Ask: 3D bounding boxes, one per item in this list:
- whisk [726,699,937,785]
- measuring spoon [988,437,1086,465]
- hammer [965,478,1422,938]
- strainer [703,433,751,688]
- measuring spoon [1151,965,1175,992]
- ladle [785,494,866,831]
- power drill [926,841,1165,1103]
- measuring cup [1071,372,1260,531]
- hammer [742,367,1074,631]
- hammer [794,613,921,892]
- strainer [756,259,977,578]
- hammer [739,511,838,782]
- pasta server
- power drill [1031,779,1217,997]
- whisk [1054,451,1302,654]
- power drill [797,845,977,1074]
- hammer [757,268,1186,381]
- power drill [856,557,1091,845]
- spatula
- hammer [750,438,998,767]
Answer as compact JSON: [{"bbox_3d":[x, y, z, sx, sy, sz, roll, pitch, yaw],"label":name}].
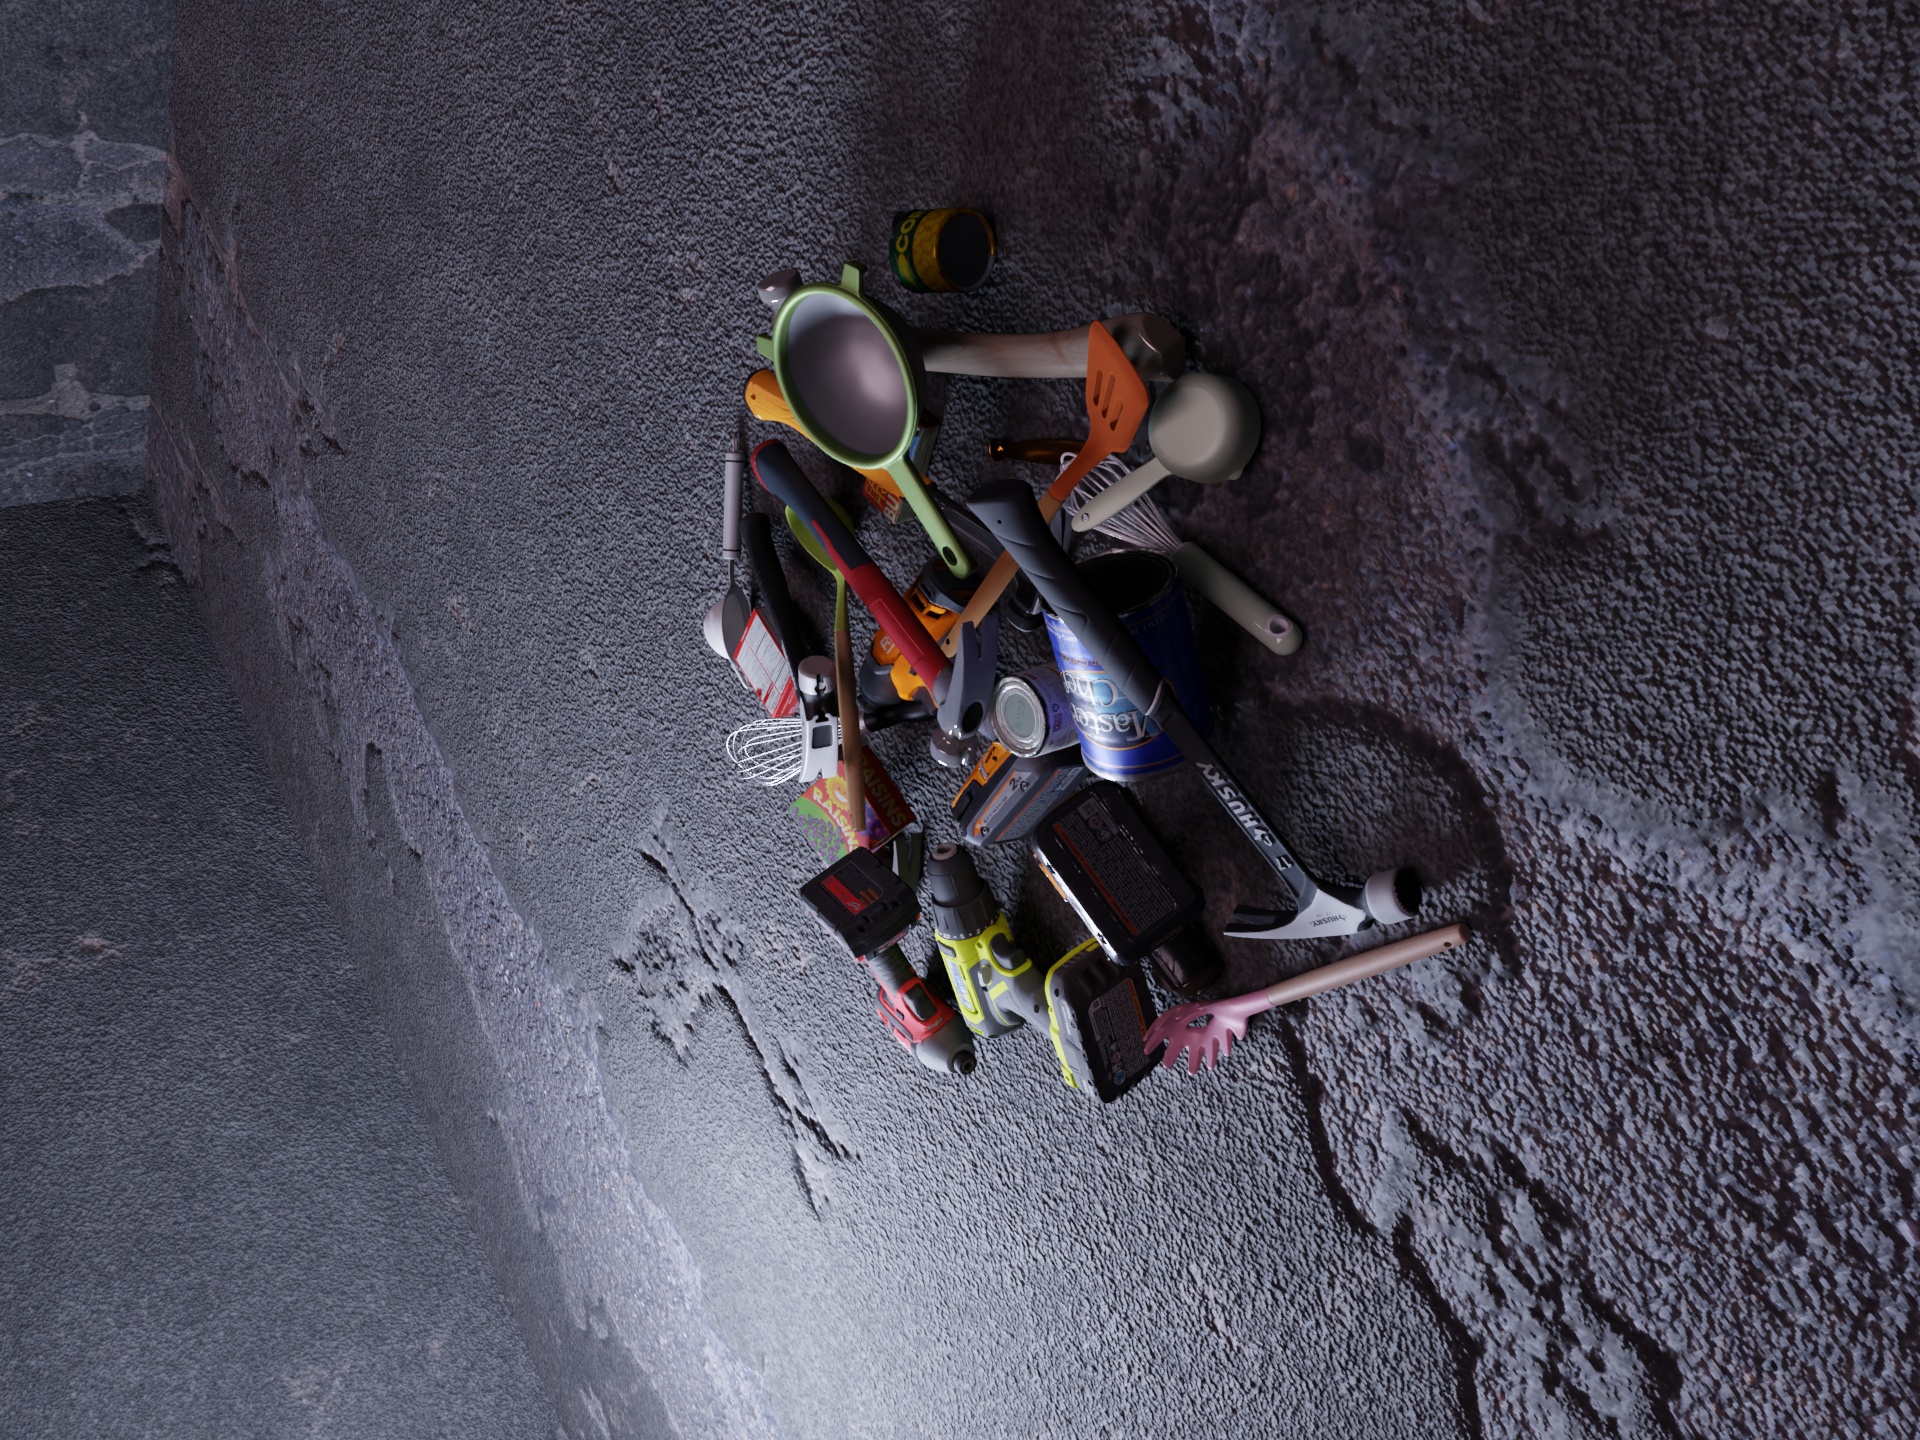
[{"bbox_3d":[-0.115,0.008,1.507,0.284,0.070,0.070,-16,90,36],"label":"whisk"},{"bbox_3d":[0.067,-0.216,1.274,0.117,0.011,0.021,12,112,45],"label":"measuring spoon"},{"bbox_3d":[0.141,0.000,1.083,0.149,0.036,0.408,-25,111,45],"label":"hammer"},{"bbox_3d":[-0.235,-0.163,1.628,0.050,0.087,0.258,5,99,11],"label":"strainer"},{"bbox_3d":[0.143,0.173,1.314,0.124,0.018,0.034,54,139,24],"label":"measuring spoon"},{"bbox_3d":[-0.118,-0.055,1.459,0.078,0.062,0.320,136,130,-69],"label":"ladle"},{"bbox_3d":[0.058,0.210,1.350,0.229,0.080,0.190,21,135,52],"label":"power drill"},{"bbox_3d":[0.135,-0.184,1.133,0.167,0.038,0.083,-34,72,31],"label":"measuring cup"},{"bbox_3d":[-0.052,-0.209,1.327,0.337,0.034,0.127,35,138,20],"label":"hammer"},{"bbox_3d":[-0.123,0.035,1.583,0.130,0.031,0.331,-31,78,52],"label":"hammer"},{"bbox_3d":[-0.045,-0.234,1.253,0.151,0.069,0.256,-21,104,51],"label":"strainer"},{"bbox_3d":[-0.164,-0.087,1.491,0.335,0.035,0.146,-113,19,-46],"label":"hammer"},{"bbox_3d":[0.250,0.204,1.178,0.060,0.040,0.316,38,142,-15],"label":"pasta server"},{"bbox_3d":[0.130,0.132,1.188,0.185,0.084,0.226,54,-179,8],"label":"power drill"},{"bbox_3d":[0.157,-0.125,1.170,0.247,0.058,0.059,44,168,28],"label":"whisk"},{"bbox_3d":[-0.056,0.235,1.479,0.143,0.078,0.219,34,155,53],"label":"power drill"},{"bbox_3d":[0.003,-0.283,1.256,0.411,0.038,0.146,14,135,41],"label":"hammer"},{"bbox_3d":[-0.002,-0.004,1.361,0.164,0.084,0.227,-51,61,32],"label":"power drill"},{"bbox_3d":[0.054,-0.154,1.197,0.322,0.041,0.081,-54,54,41],"label":"spatula"},{"bbox_3d":[-0.082,-0.136,1.337,0.387,0.038,0.143,53,146,37],"label":"hammer"}]
